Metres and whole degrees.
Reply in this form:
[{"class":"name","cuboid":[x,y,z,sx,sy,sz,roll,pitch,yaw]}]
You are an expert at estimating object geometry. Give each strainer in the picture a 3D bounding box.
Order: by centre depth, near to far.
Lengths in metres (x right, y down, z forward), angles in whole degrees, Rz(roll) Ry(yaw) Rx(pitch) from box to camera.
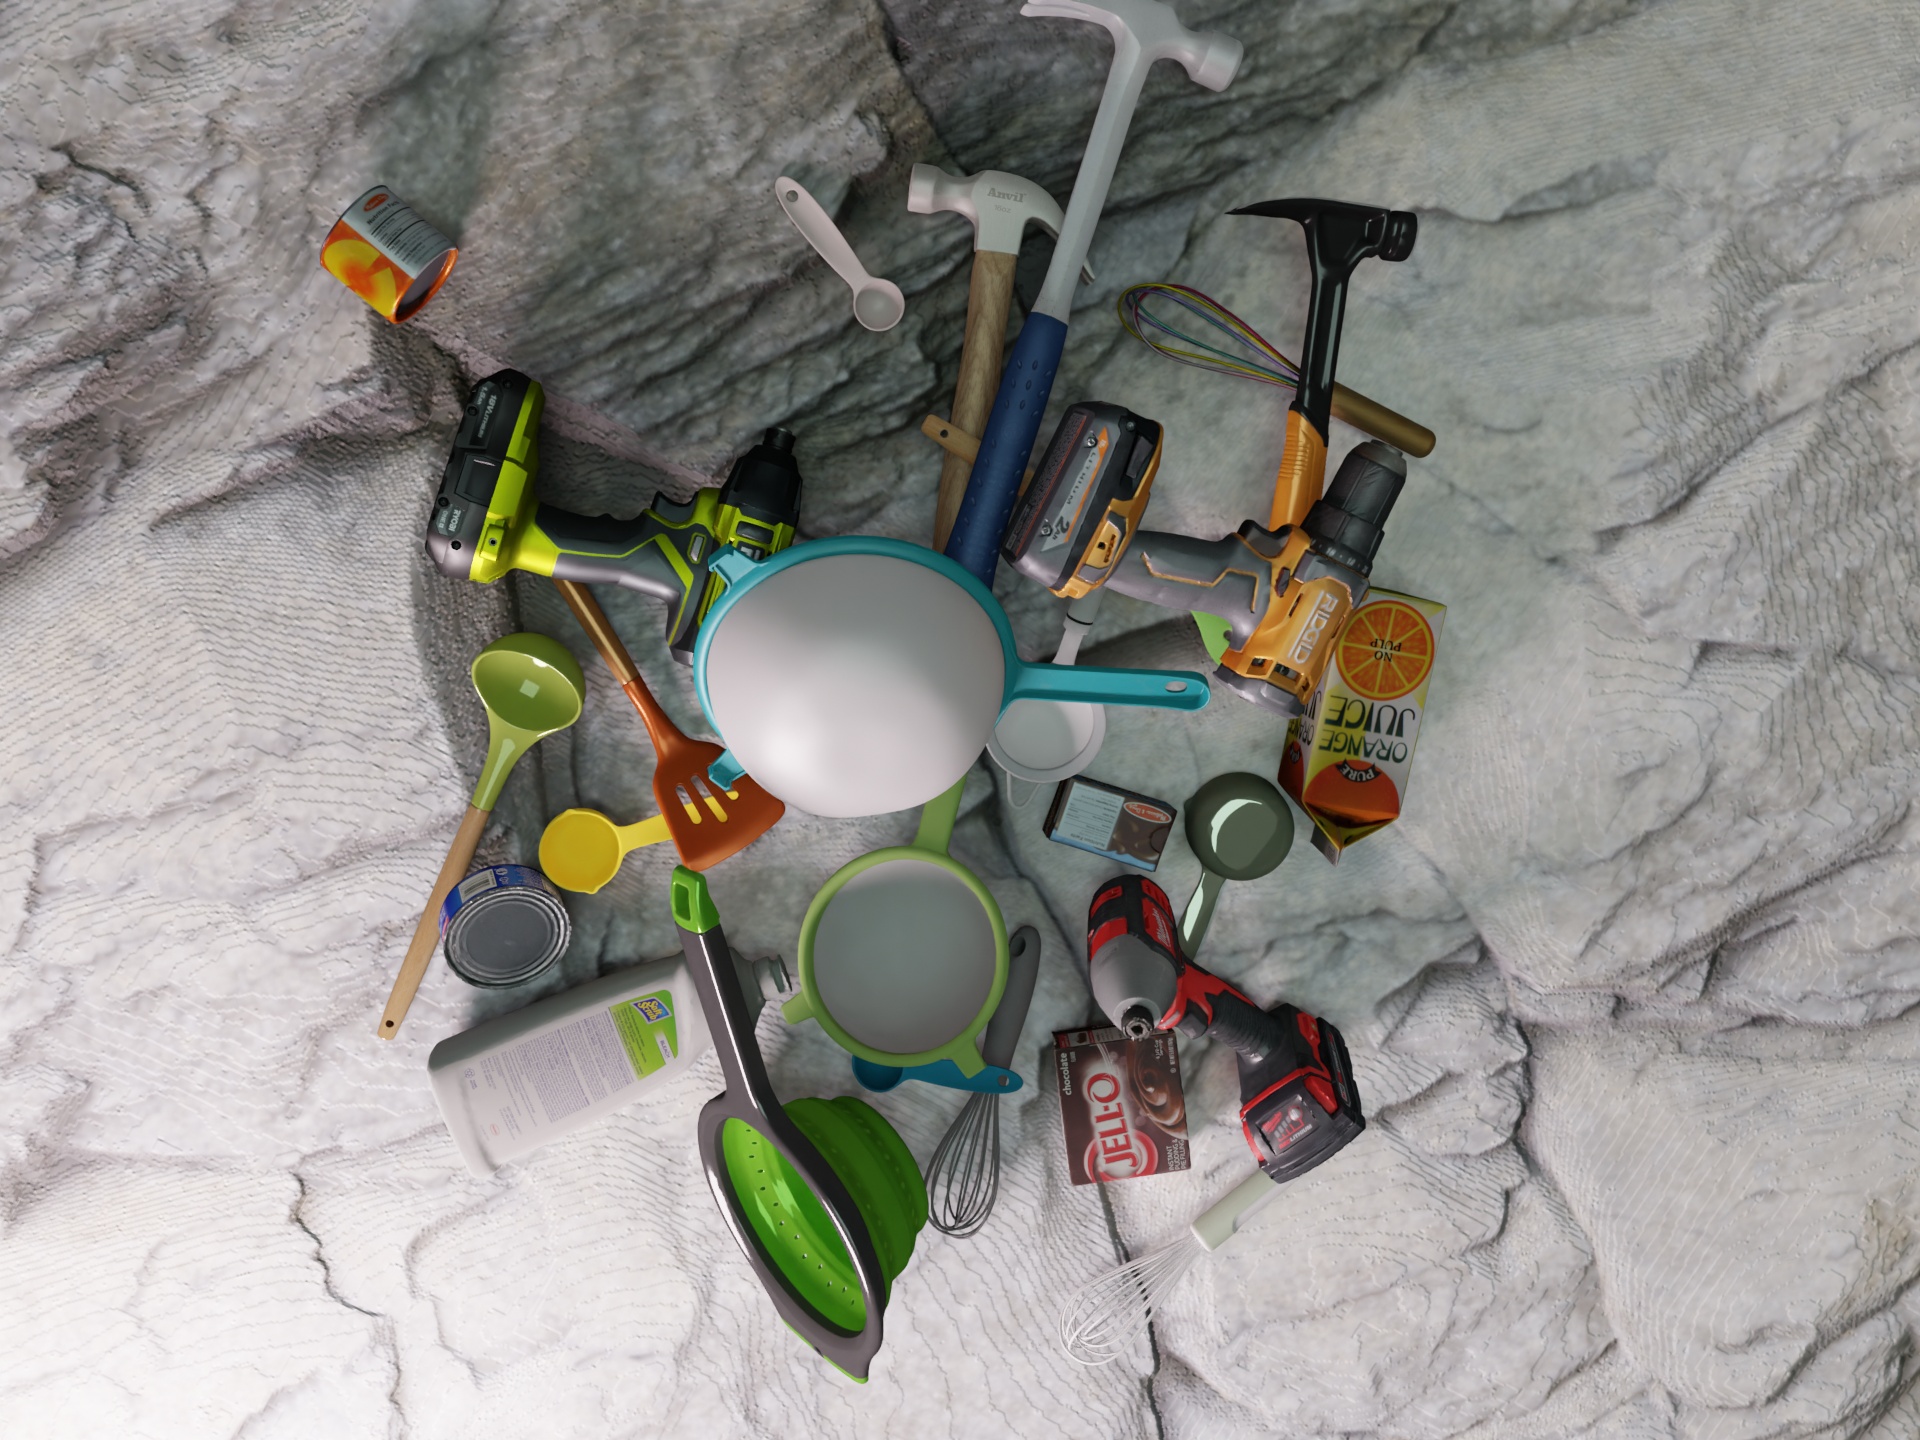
[{"class":"strainer","cuboid":[-0.002,-0.003,1.015,0.340,0.095,0.210,3,130,-6]},{"class":"strainer","cuboid":[0.079,-0.059,1.084,0.087,0.050,0.258,16,113,-7]},{"class":"strainer","cuboid":[-0.020,0.115,1.124,0.151,0.069,0.256,13,82,16]}]

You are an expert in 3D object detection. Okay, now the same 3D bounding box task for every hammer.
[{"class":"hammer","cuboid":[0.055,-0.272,1.030,0.144,0.035,0.405,18,91,-13]},{"class":"hammer","cuboid":[0.222,-0.173,1.060,0.127,0.034,0.337,2,101,-14]},{"class":"hammer","cuboid":[0.011,-0.200,1.083,0.130,0.031,0.331,7,100,-5]}]

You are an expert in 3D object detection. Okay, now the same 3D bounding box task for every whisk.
[{"class":"whisk","cuboid":[0.217,-0.238,1.090,0.245,0.051,0.047,23,118,-12]},{"class":"whisk","cuboid":[0.020,0.264,1.158,0.055,0.055,0.239,14,94,-6]},{"class":"whisk","cuboid":[0.174,0.392,1.189,0.246,0.059,0.057,-38,138,-1]}]

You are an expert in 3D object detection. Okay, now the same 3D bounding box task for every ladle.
[{"class":"ladle","cuboid":[-0.343,0.086,1.096,0.078,0.062,0.320,24,100,-8]}]

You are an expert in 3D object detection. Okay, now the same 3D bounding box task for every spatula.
[{"class":"spatula","cuboid":[-0.237,-0.049,1.087,0.081,0.041,0.322,-33,99,-14]}]

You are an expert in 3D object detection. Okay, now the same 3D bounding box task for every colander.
[{"class":"colander","cuboid":[-0.105,0.259,1.082,0.094,0.205,0.396,-28,117,-33]}]

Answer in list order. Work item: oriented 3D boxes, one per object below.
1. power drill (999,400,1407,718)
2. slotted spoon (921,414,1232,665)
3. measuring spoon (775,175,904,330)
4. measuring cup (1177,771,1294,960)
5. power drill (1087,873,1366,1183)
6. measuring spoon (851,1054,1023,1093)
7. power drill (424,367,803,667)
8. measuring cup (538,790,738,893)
[{"class":"power drill","cuboid":[0.162,-0.124,1.004,0.226,0.084,0.185,24,99,-16]},{"class":"slotted spoon","cuboid":[0.108,-0.121,1.085,0.313,0.031,0.070,30,99,-14]},{"class":"measuring spoon","cuboid":[-0.082,-0.314,1.068,0.034,0.018,0.124,-38,93,5]},{"class":"measuring cup","cuboid":[0.185,0.119,1.145,0.083,0.038,0.167,20,98,-7]},{"class":"power drill","cuboid":[0.175,0.213,1.099,0.219,0.143,0.078,41,113,-17]},{"class":"measuring spoon","cuboid":[-0.015,0.251,1.146,0.128,0.021,0.042,5,90,16]},{"class":"power drill","cuboid":[-0.221,-0.139,1.046,0.223,0.080,0.171,18,86,-15]},{"class":"measuring cup","cuboid":[-0.219,0.075,1.122,0.156,0.029,0.062,-17,101,-13]}]
